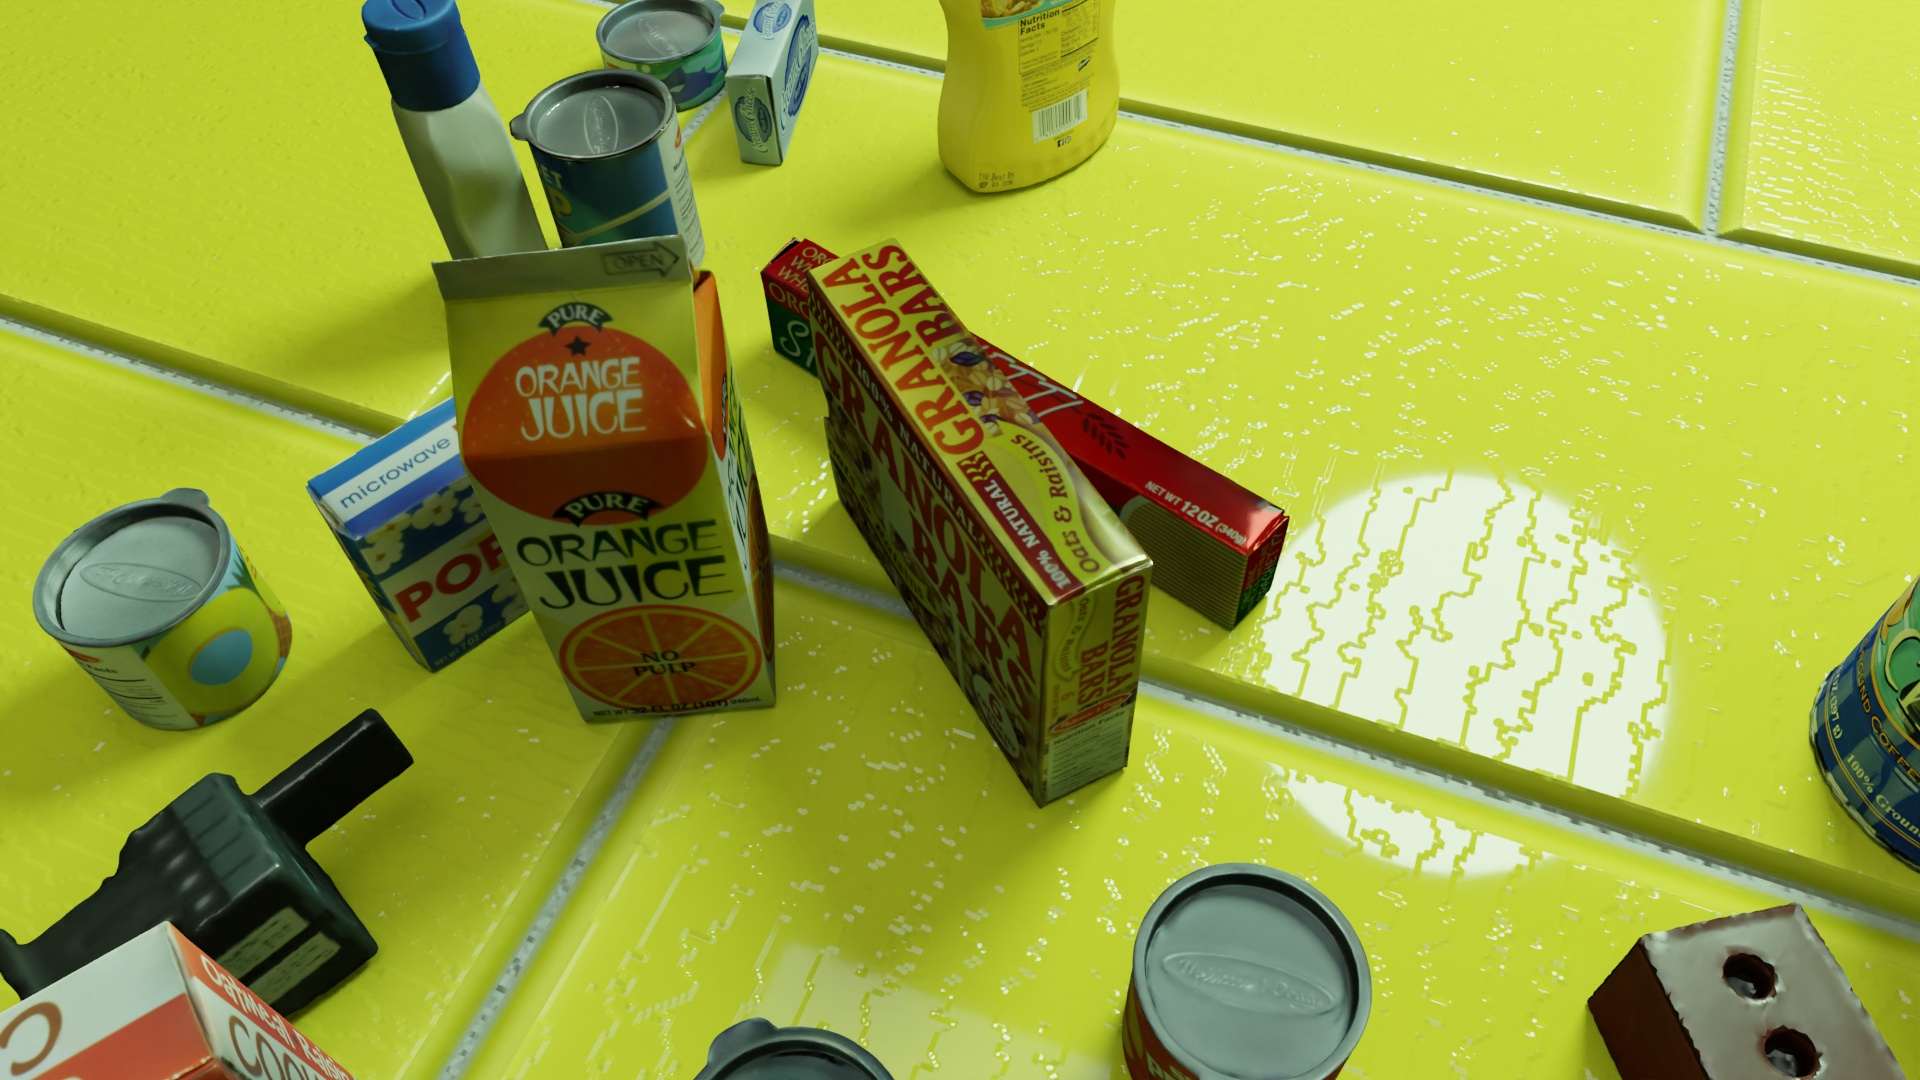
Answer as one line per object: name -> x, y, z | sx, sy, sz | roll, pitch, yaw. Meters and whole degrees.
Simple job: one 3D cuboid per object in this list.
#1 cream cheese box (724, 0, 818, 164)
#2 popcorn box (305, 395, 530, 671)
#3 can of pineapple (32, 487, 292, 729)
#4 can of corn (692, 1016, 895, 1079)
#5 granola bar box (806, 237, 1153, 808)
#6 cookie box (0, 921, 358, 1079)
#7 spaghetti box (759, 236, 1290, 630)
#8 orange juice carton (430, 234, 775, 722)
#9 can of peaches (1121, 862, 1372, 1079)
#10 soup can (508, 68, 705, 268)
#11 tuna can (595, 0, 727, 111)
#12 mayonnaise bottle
cream cheese box -> -0.096, -0.248, 0.721 | 0.024, 0.053, 0.104 | 5, 52, 6
popcorn box -> -0.167, -0.019, 0.523 | 0.127, 0.084, 0.038 | -38, 60, -25
can of pineapple -> -0.287, 0.026, 0.508 | 0.071, 0.057, 0.071 | -1, 52, 1
can of corn -> -0.045, 0.175, 0.384 | 0.071, 0.058, 0.071 | -1, 52, 1
granola bar box -> 0.002, -0.006, 0.483 | 0.039, 0.123, 0.166 | -24, 55, -16
cookie box -> -0.202, 0.169, 0.323 | 0.123, 0.166, 0.040 | -31, 57, -20
spaghetti box -> 0.016, -0.049, 0.563 | 0.250, 0.050, 0.029 | 33, 60, 24
orange juice carton -> -0.108, -0.021, 0.455 | 0.072, 0.191, 0.073 | -5, 52, -2
can of peaches -> 0.081, 0.140, 0.408 | 0.071, 0.057, 0.071 | -1, 52, 1
soup can -> -0.159, -0.161, 0.635 | 0.071, 0.083, 0.072 | -1, 52, 1
tuna can -> -0.158, -0.264, 0.749 | 0.071, 0.032, 0.071 | -1, 52, 1
mayonnaise bottle -> -0.213, -0.164, 0.599 | 0.041, 0.147, 0.065 | -32, 58, -21
